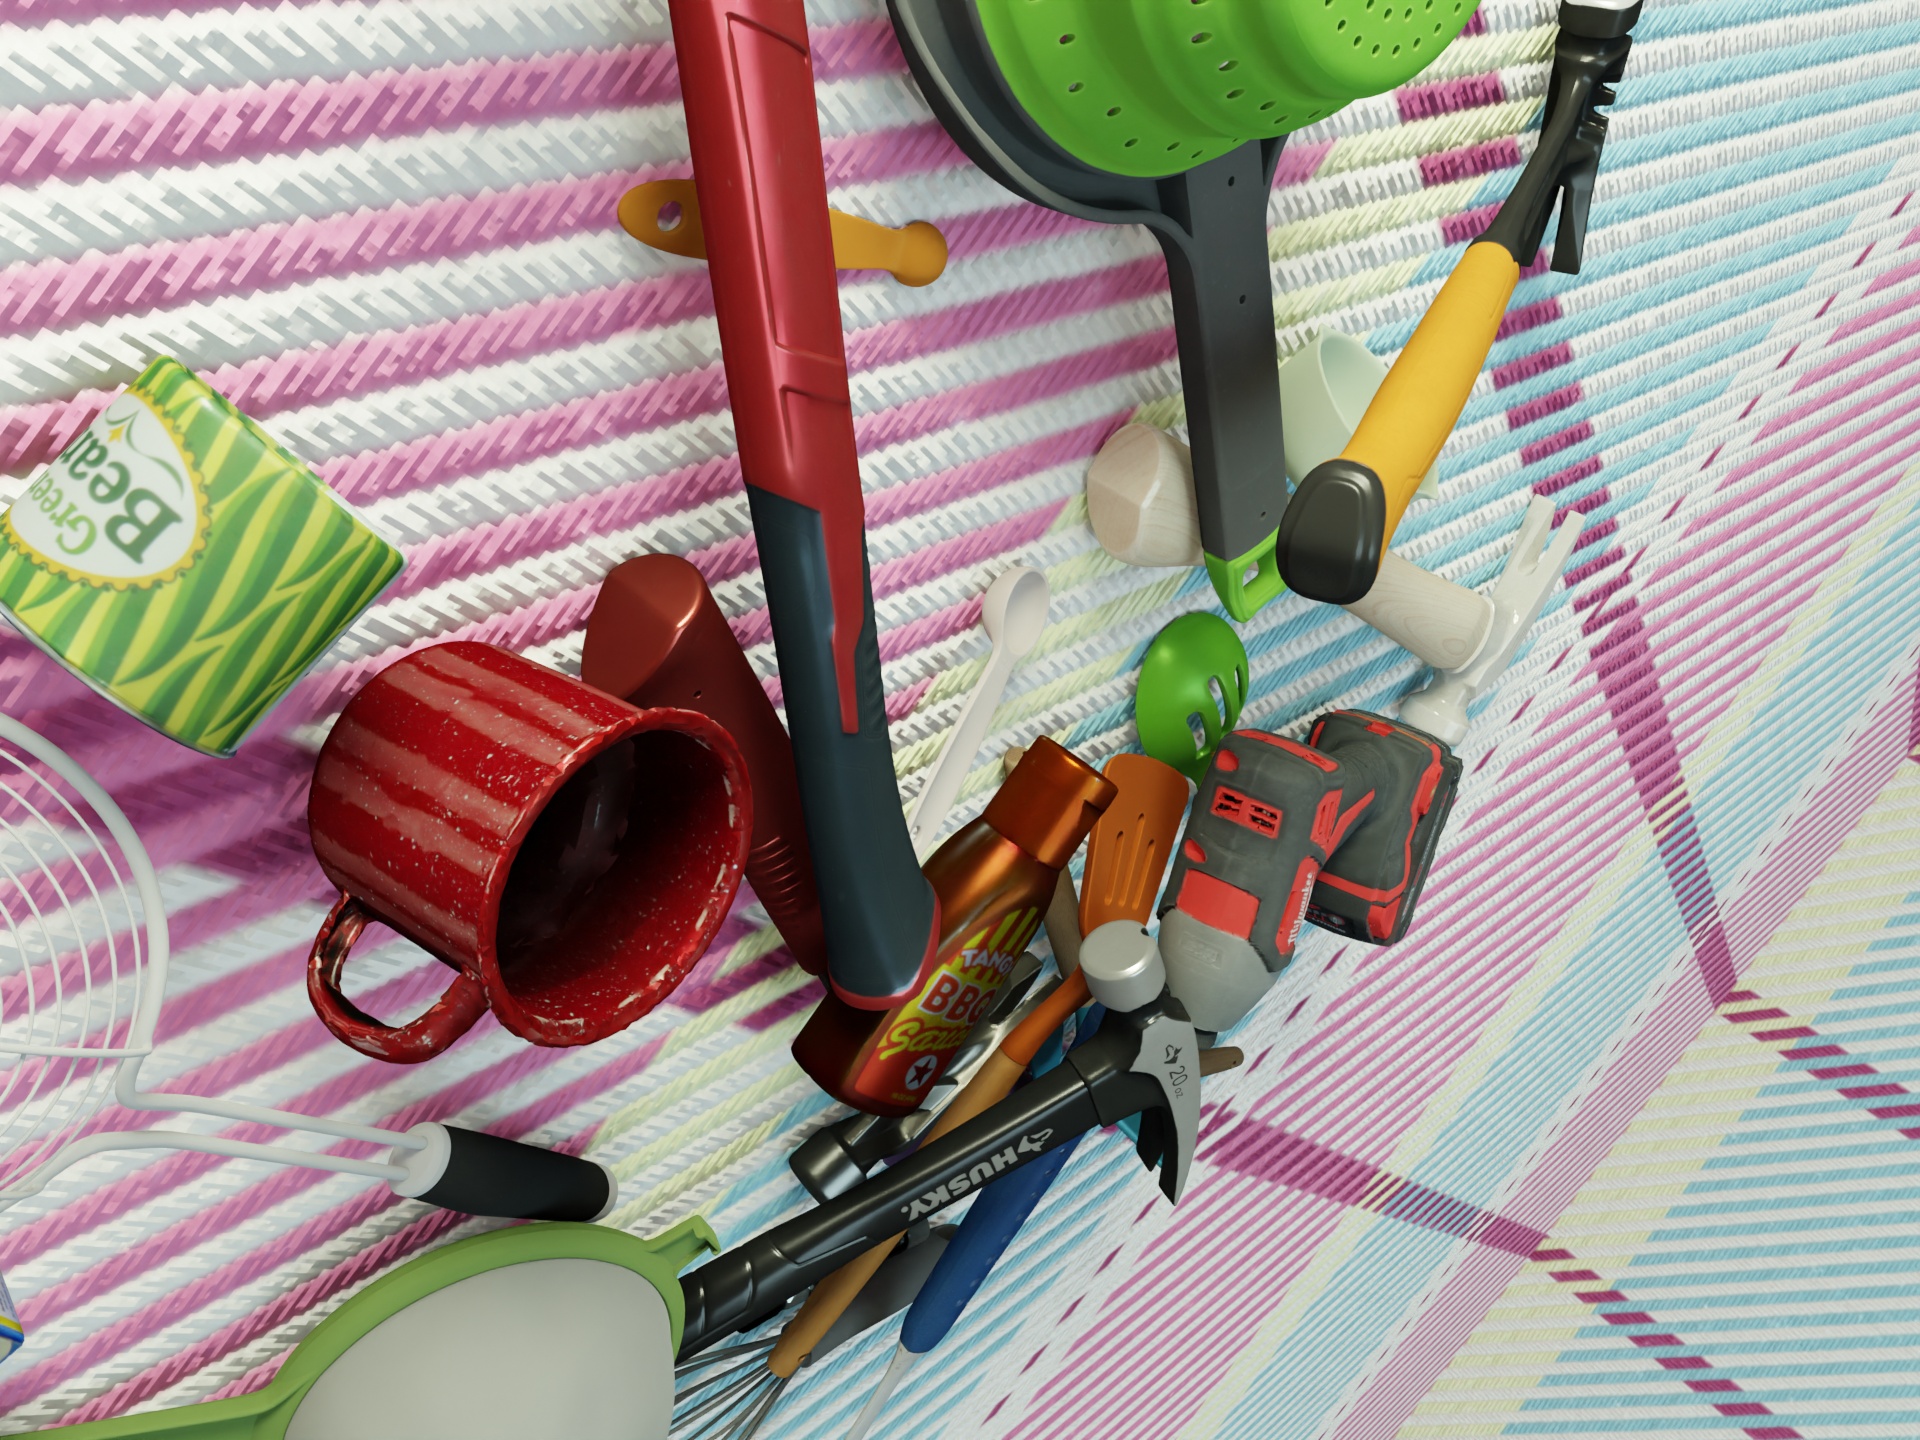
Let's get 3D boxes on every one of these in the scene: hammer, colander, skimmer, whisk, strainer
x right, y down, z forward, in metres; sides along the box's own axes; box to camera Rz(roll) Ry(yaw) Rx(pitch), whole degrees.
[{"bbox_3d":[-0.050,0.212,0.646,0.335,0.035,0.146,-27,128,-9],"label":"hammer"},{"bbox_3d":[-0.045,0.064,0.594,0.149,0.037,0.358,-41,145,-17],"label":"hammer"},{"bbox_3d":[0.099,-0.169,0.469,0.204,0.095,0.396,-39,138,-22],"label":"colander"},{"bbox_3d":[-0.203,0.099,0.446,0.127,0.090,0.363,-55,157,-10],"label":"skimmer"},{"bbox_3d":[0.187,-0.078,0.742,0.410,0.038,0.146,11,110,-53],"label":"hammer"},{"bbox_3d":[0.186,-0.148,0.579,0.337,0.034,0.127,-54,153,-37],"label":"hammer"},{"bbox_3d":[-0.075,0.299,0.760,0.239,0.055,0.055,-18,133,-46],"label":"whisk"},{"bbox_3d":[-0.052,-0.054,0.424,0.143,0.038,0.386,-40,139,-37],"label":"hammer"},{"bbox_3d":[-0.195,0.242,0.507,0.256,0.069,0.151,8,116,-39],"label":"strainer"},{"bbox_3d":[-0.028,0.308,0.764,0.405,0.035,0.144,-60,156,14],"label":"hammer"}]

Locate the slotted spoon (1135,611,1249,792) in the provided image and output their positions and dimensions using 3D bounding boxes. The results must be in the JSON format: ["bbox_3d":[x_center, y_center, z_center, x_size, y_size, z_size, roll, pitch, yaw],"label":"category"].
[{"bbox_3d":[0.133,0.055,0.806,0.070,0.031,0.313,-46,147,-17],"label":"slotted spoon"}]

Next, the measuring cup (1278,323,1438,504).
[{"bbox_3d":[0.175,-0.129,0.673,0.038,0.083,0.167,-34,180,35],"label":"measuring cup"}]

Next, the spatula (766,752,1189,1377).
[{"bbox_3d":[0.003,0.157,0.689,0.322,0.041,0.081,-55,148,11],"label":"spatula"}]

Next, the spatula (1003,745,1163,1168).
[{"bbox_3d":[0.066,0.115,0.762,0.317,0.044,0.082,72,19,-47],"label":"spatula"}]

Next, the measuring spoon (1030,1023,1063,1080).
[{"bbox_3d":[0.048,0.172,0.768,0.042,0.021,0.128,-39,152,-20],"label":"measuring spoon"}]

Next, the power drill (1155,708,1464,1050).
[{"bbox_3d":[0.161,0.069,0.756,0.219,0.079,0.143,-10,118,-59],"label":"power drill"}]

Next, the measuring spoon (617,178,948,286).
[{"bbox_3d":[-0.044,-0.133,0.440,0.117,0.011,0.021,-8,126,-46],"label":"measuring spoon"}]

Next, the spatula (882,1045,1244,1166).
[{"bbox_3d":[0.069,0.202,0.868,0.315,0.018,0.059,3,117,-50],"label":"spatula"}]

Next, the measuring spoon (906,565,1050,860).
[{"bbox_3d":[-0.001,-0.002,0.580,0.124,0.018,0.034,-64,149,-11],"label":"measuring spoon"}]
